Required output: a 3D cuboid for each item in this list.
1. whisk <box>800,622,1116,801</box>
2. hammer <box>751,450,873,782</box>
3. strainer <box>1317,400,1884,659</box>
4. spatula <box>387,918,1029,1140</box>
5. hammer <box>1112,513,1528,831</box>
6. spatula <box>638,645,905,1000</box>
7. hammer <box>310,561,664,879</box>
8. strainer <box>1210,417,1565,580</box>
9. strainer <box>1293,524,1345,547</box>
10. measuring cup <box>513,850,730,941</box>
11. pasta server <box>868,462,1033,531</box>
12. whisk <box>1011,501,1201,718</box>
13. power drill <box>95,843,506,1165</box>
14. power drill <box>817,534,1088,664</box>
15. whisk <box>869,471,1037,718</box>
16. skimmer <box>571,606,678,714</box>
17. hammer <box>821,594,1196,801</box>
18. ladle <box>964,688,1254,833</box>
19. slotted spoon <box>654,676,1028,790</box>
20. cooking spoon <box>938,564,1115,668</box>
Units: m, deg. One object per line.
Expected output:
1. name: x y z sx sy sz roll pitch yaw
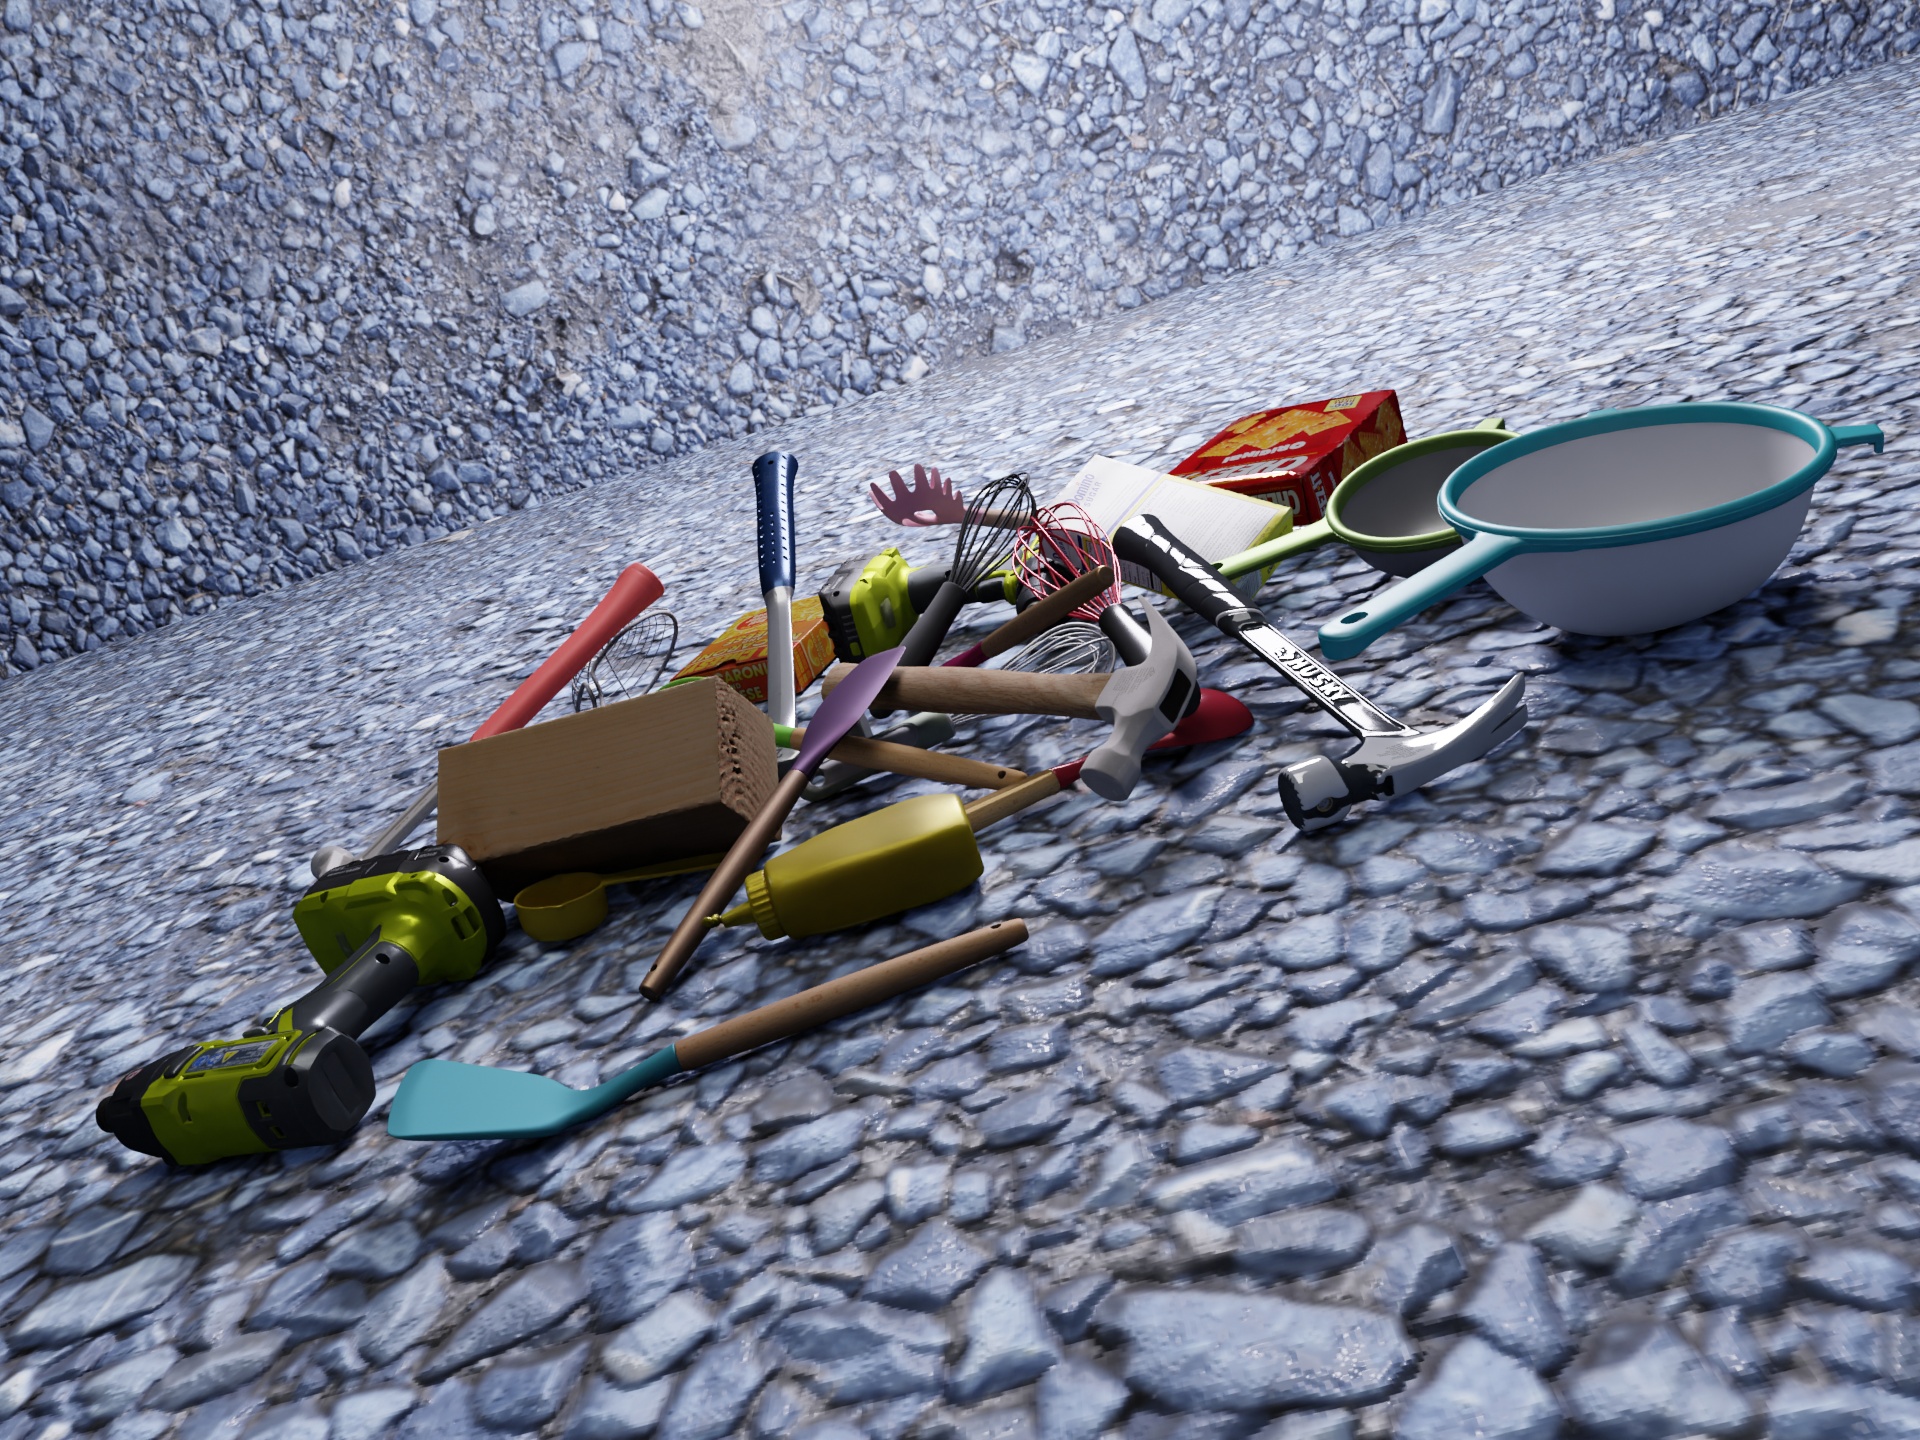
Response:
1. whisk: -0.002 -0.004 1.101 0.246 0.058 0.059 -25 -15 -6
2. hammer: -0.153 -0.094 1.293 0.144 0.035 0.406 -18 41 8
3. strainer: 0.341 -0.080 0.903 0.340 0.095 0.211 -28 25 -22
4. spatula: -0.118 0.149 0.788 0.317 0.044 0.082 -20 15 -5
5. hammer: 0.188 -0.058 0.990 0.149 0.036 0.409 -19 28 -8
6. spatula: -0.114 0.053 0.988 0.060 0.018 0.316 -16 30 38
7. hammer: -0.362 0.005 1.268 0.149 0.036 0.359 5 48 52
8. strainer: 0.286 -0.119 1.112 0.256 0.069 0.152 -20 29 12
9. strainer: 0.254 -0.138 1.237 0.258 0.050 0.087 -4 56 22
10. measuring cup: -0.205 0.111 1.020 0.156 0.029 0.062 -11 15 -12
11. pasta server: 0.029 -0.186 1.412 0.060 0.040 0.316 -24 -11 32
12. whisk: 0.096 -0.074 1.059 0.073 0.073 0.296 -21 31 -5
13. power drill: -0.385 0.169 0.941 0.171 0.080 0.223 -11 23 21
14. power drill: 0.005 -0.105 1.327 0.228 0.080 0.191 -10 21 18
15. whisk: -0.007 -0.098 1.219 0.055 0.055 0.239 5 57 50
16. skimmer: -0.265 0.011 1.297 0.127 0.090 0.364 -58 26 16
17. hammer: 0.017 -0.020 1.013 0.331 0.031 0.130 4 54 51
18. ladle: 0.034 0.047 0.957 0.315 0.031 0.069 -24 21 -10
19. slotted spoon: -0.091 0.018 1.071 0.314 0.031 0.070 9 65 32
20. cooking spoon: 0.031 -0.057 1.100 0.069 0.017 0.319 -32 2 -24
